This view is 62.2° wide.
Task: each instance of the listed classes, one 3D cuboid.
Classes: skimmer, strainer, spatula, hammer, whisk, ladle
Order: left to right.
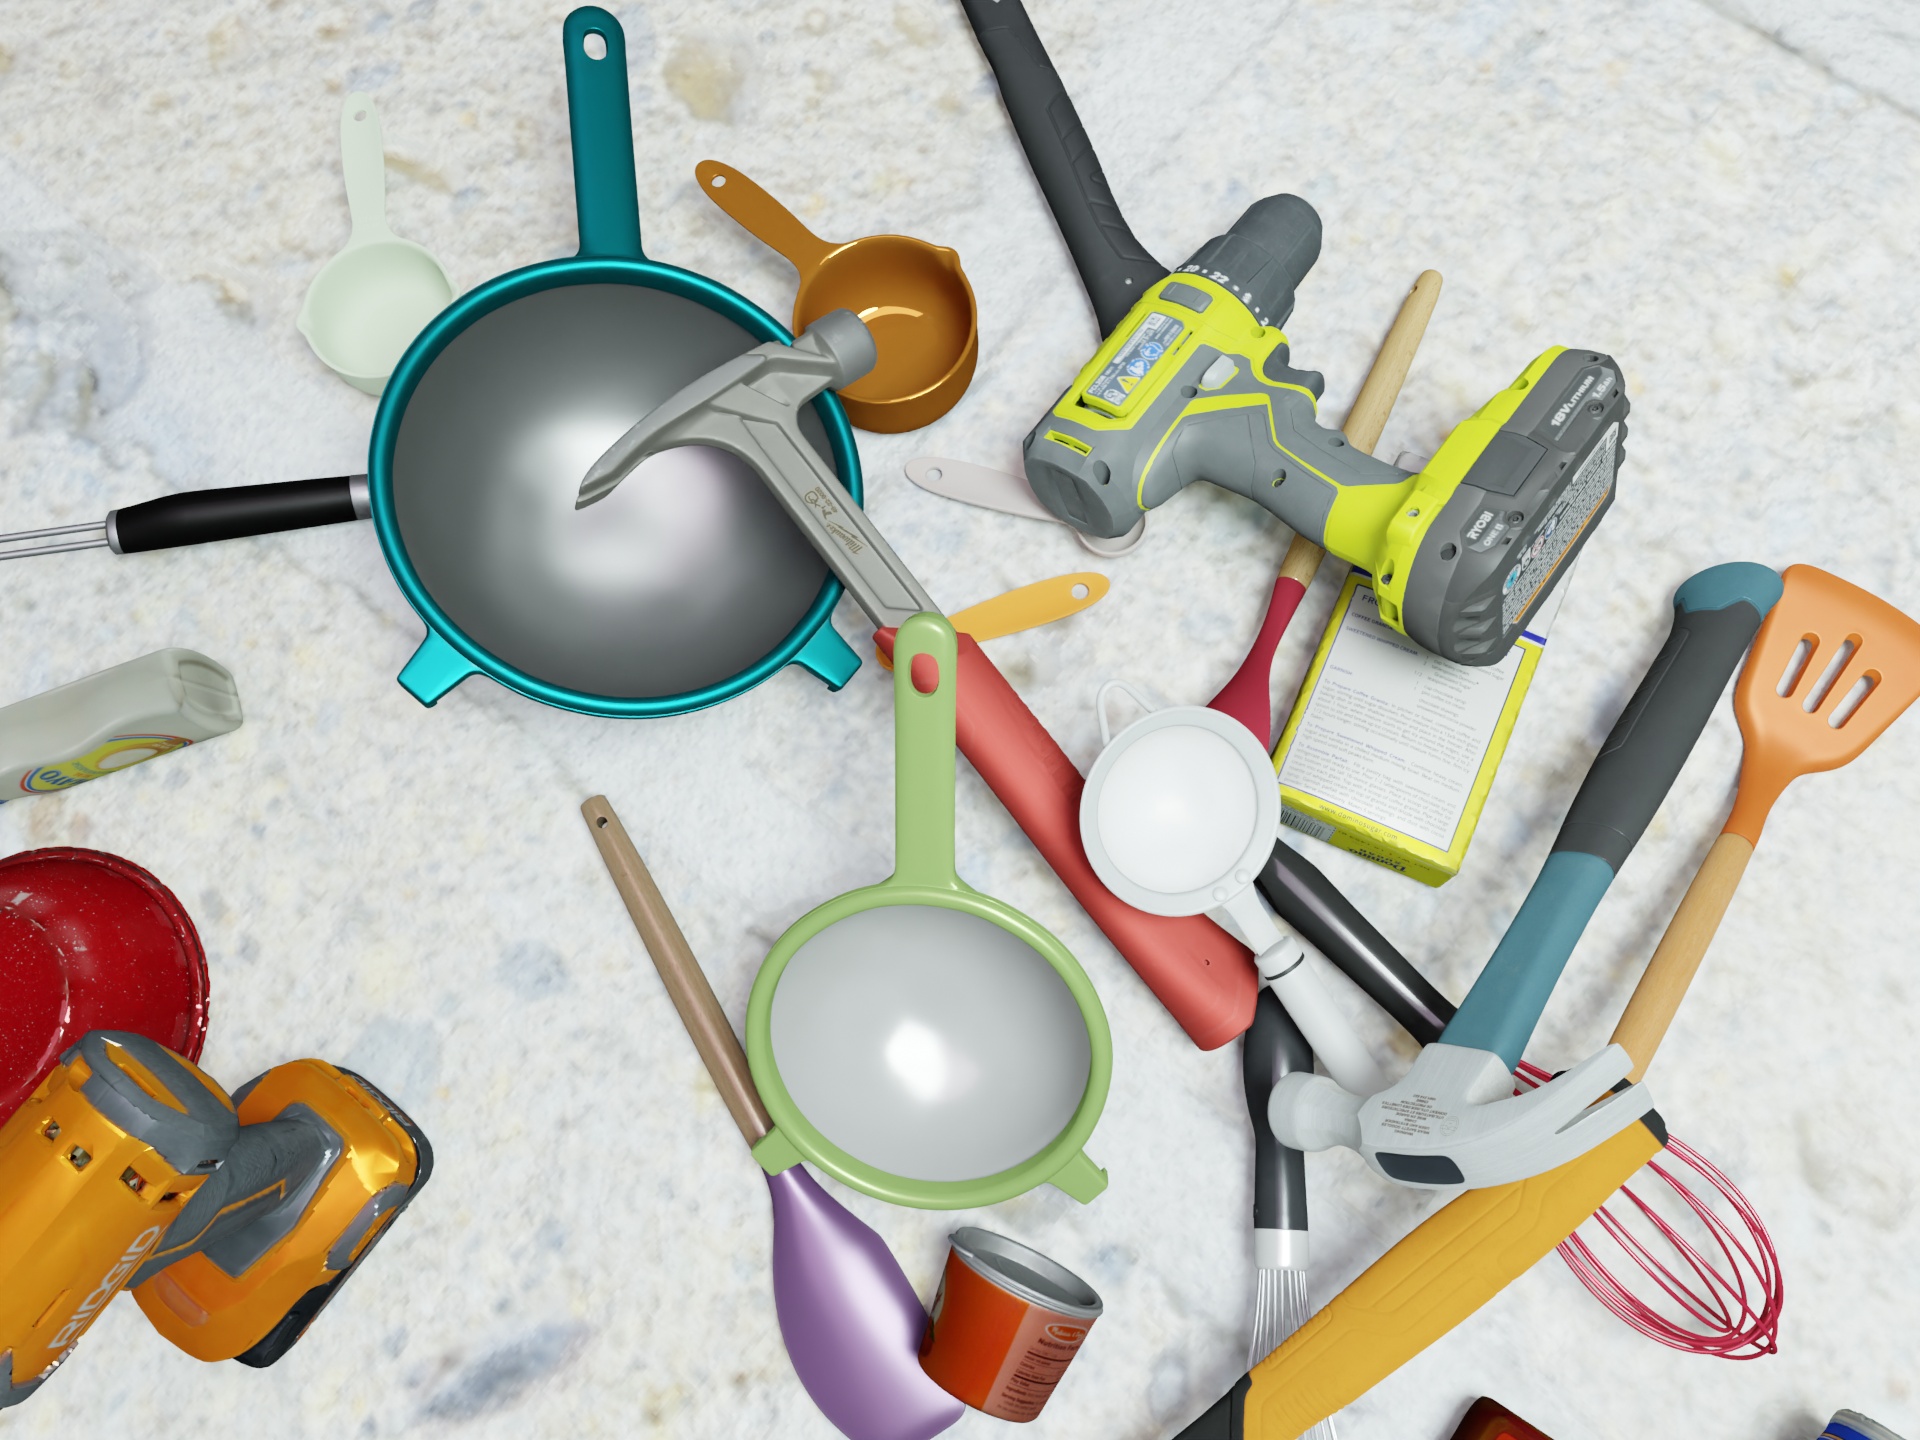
[{"bbox_3d":[-0.467,-0.072,0.782,0.363,0.090,0.127,-10,72,-9],"label":"skimmer"},{"bbox_3d":[-0.163,-0.157,0.739,0.211,0.095,0.340,-3,77,-18],"label":"strainer"},{"bbox_3d":[-0.095,0.170,0.700,0.060,0.018,0.316,-28,76,-8],"label":"spatula"},{"bbox_3d":[-0.010,0.075,0.654,0.151,0.069,0.256,3,108,8],"label":"strainer"},{"bbox_3d":[-0.001,-0.002,0.682,0.149,0.036,0.359,-38,90,-21],"label":"hammer"},{"bbox_3d":[0.024,-0.337,0.813,0.146,0.035,0.335,-21,76,-2],"label":"hammer"},{"bbox_3d":[0.125,0.092,0.658,0.087,0.050,0.258,-35,94,-8],"label":"strainer"},{"bbox_3d":[0.131,0.249,0.648,0.070,0.070,0.285,1,71,4],"label":"whisk"},{"bbox_3d":[0.130,0.256,0.593,0.337,0.034,0.127,-43,52,6],"label":"hammer"},{"bbox_3d":[0.164,-0.084,0.733,0.031,0.069,0.315,31,73,-15],"label":"ladle"},{"bbox_3d":[0.219,0.146,0.666,0.073,0.073,0.296,-43,72,-7],"label":"whisk"},{"bbox_3d":[0.255,0.049,0.643,0.331,0.128,0.033,-50,117,-27],"label":"hammer"},{"bbox_3d":[0.319,0.065,0.665,0.081,0.041,0.323,35,64,11],"label":"spatula"}]

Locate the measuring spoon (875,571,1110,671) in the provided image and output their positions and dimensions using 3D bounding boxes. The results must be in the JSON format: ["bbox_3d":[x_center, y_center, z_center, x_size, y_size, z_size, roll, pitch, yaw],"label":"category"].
[{"bbox_3d":[0.016,-0.047,0.754,0.117,0.011,0.021,-19,75,-5],"label":"measuring spoon"}]

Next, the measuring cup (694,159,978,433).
[{"bbox_3d":[-0.064,-0.210,0.778,0.174,0.052,0.095,42,82,14],"label":"measuring cup"}]

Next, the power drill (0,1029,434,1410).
[{"bbox_3d":[-0.307,0.201,0.598,0.084,0.226,0.164,37,81,12],"label":"power drill"}]

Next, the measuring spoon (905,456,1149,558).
[{"bbox_3d":[0.031,-0.104,0.766,0.124,0.018,0.034,18,71,15],"label":"measuring spoon"}]

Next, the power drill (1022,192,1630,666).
[{"bbox_3d":[0.165,-0.137,0.699,0.229,0.080,0.190,30,73,31],"label":"power drill"}]

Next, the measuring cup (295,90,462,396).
[{"bbox_3d":[-0.293,-0.241,0.809,0.083,0.038,0.168,-12,73,1],"label":"measuring cup"}]
